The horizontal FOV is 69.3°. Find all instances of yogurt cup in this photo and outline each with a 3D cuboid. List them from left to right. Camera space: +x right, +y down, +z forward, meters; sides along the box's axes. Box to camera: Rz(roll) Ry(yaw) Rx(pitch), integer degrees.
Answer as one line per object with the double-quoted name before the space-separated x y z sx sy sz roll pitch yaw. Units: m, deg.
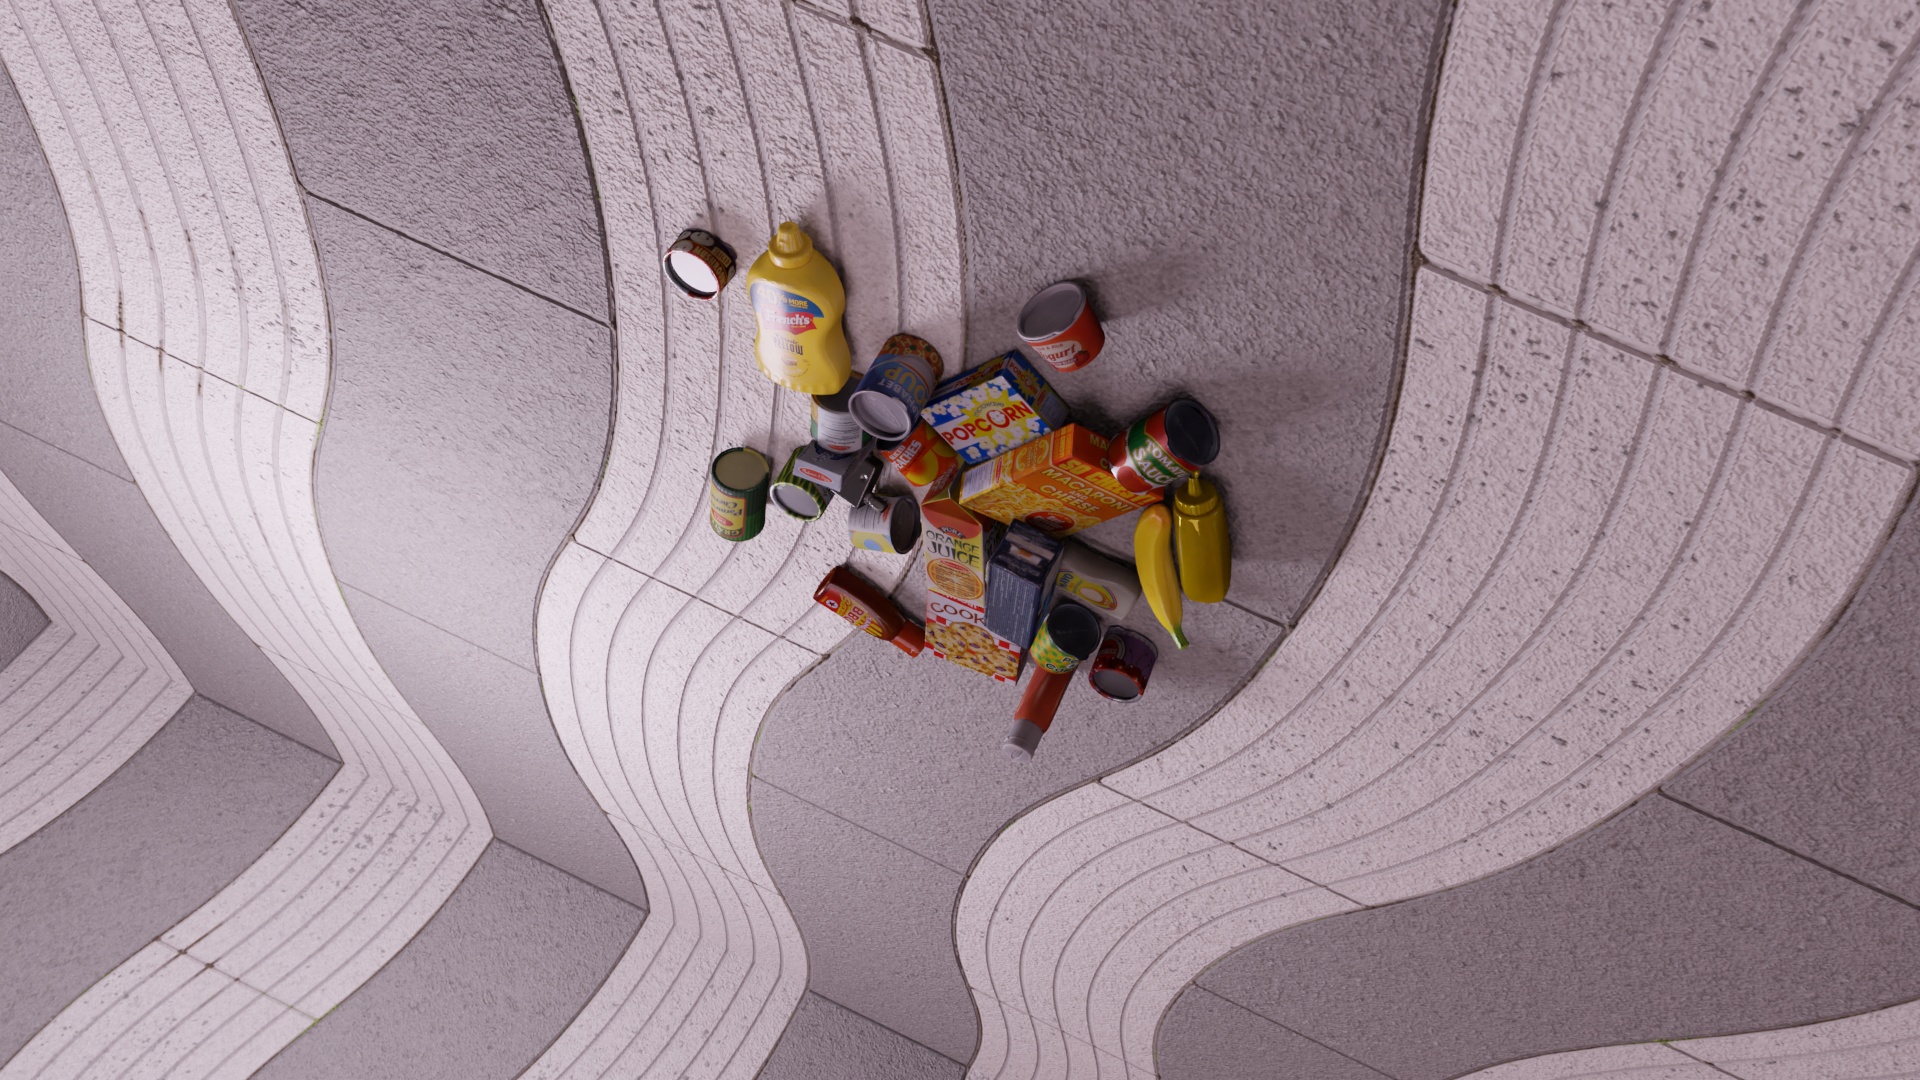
"yogurt cup" 0.091 -0.185 1.216 0.072 0.073 0.053 -4 143 38

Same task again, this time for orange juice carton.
"orange juice carton" 0.005 -0.019 1.481 0.073 0.072 0.191 18 145 16

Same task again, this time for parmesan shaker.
"parmesan shaker" -0.261 -0.055 1.622 0.071 0.072 0.102 24 145 6

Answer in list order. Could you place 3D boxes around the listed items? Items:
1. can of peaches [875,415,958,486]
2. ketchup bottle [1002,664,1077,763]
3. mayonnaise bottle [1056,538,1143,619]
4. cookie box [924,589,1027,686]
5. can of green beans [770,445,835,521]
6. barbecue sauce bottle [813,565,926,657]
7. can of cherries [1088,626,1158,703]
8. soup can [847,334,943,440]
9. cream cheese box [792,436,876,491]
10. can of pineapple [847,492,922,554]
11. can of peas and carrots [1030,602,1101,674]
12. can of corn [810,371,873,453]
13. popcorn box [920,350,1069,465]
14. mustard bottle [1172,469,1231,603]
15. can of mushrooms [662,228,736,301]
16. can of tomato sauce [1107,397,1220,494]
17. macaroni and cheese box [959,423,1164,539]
"can of peaches" -0.043 -0.095 1.416 0.071 0.071 0.058 -14 129 44
"ketchup bottle" 0.093 0.190 1.625 0.043 0.149 0.064 31 145 -3
"mayonnaise bottle" 0.122 0.031 1.494 0.148 0.041 0.064 26 149 3
"cookie box" 0.022 0.097 1.649 0.123 0.040 0.166 20 145 11
"can of green beans" -0.172 -0.063 1.557 0.071 0.058 0.071 18 145 13
"barbecue sauce bottle" -0.108 0.091 1.728 0.148 0.044 0.064 34 144 -11
"can of cherries" 0.183 0.142 1.581 0.071 0.059 0.071 18 145 13
"soup can" -0.060 -0.149 1.344 0.071 0.084 0.071 18 145 13
"cream cheese box" -0.130 -0.092 1.450 0.053 0.104 0.024 22 126 7
"can of pineapple" -0.084 -0.019 1.548 0.058 0.071 0.070 7 141 28
"can of peas and carrots" 0.119 0.114 1.579 0.071 0.071 0.058 30 146 -4
"can of corn" -0.121 -0.134 1.424 0.071 0.071 0.058 21 141 10
"popcorn box" 0.031 -0.127 1.353 0.126 0.038 0.085 -18 126 46
"mustard bottle" 0.233 -0.011 1.347 0.049 0.066 0.159 1 133 20
"can of mushrooms" -0.256 -0.271 1.365 0.071 0.034 0.070 19 144 14
"can of tomato sauce" 0.185 -0.084 1.275 0.071 0.071 0.082 39 144 -16
"macaroni and cheese box" 0.098 -0.055 1.365 0.124 0.040 0.166 22 152 -33
